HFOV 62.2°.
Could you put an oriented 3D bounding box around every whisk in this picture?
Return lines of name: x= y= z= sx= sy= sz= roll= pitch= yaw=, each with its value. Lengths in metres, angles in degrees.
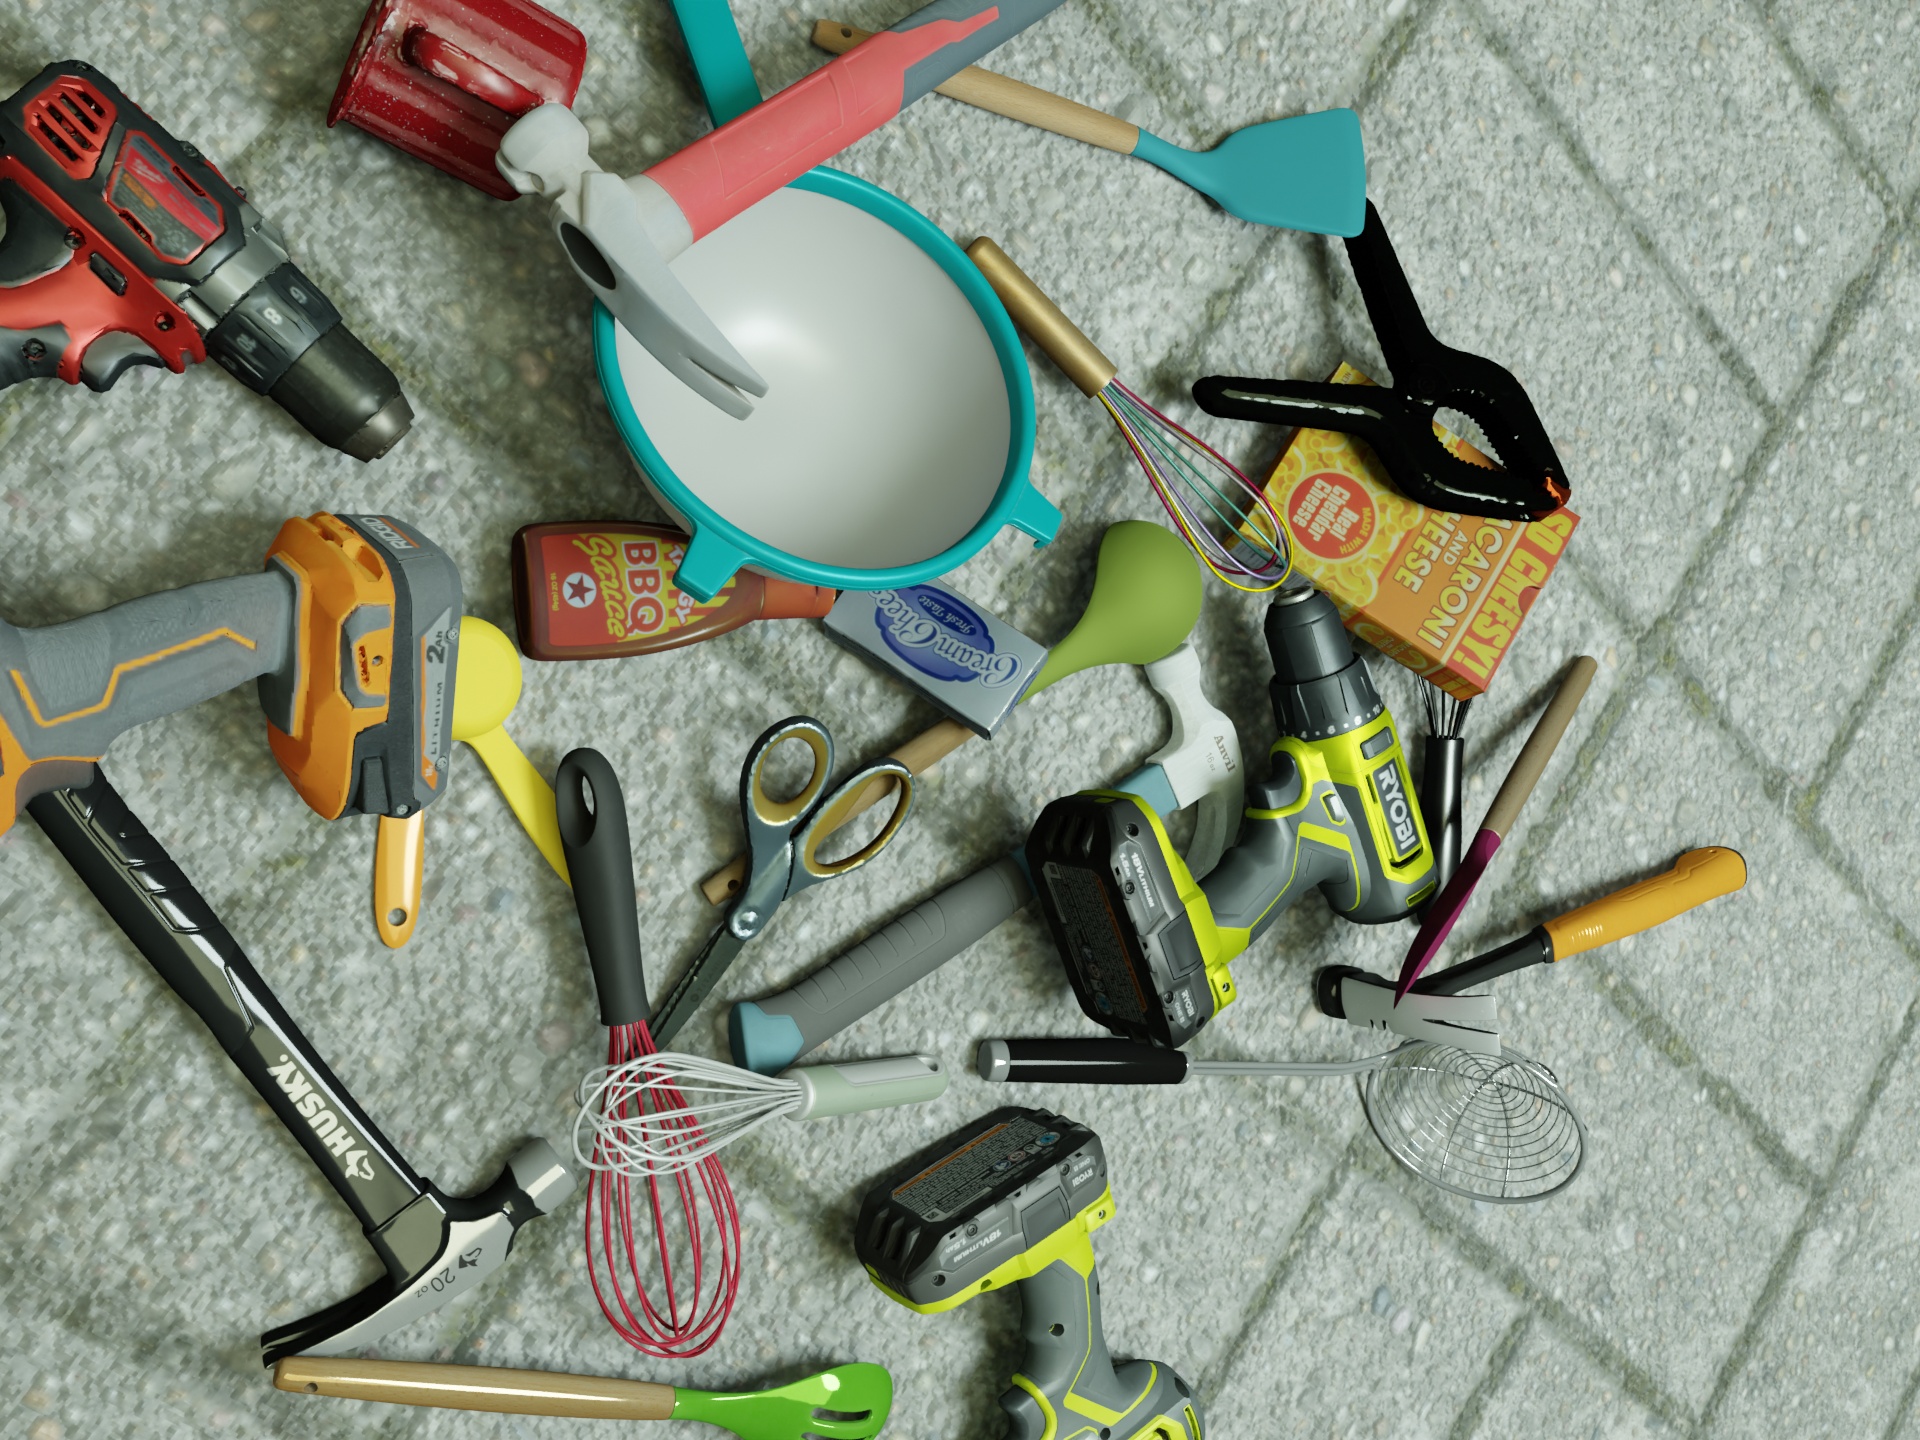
whisk: x=0.089 y=-0.160 z=0.842 sx=0.245 sy=0.051 sz=0.047 roll=44 pitch=104 yaw=-9
whisk: x=0.295 y=0.013 z=0.969 sx=0.055 sy=0.055 sz=0.239 roll=-2 pitch=98 yaw=-26
whisk: x=-0.153 y=0.158 z=0.745 sx=0.073 sy=0.073 sz=0.296 roll=-11 pitch=96 yaw=-25
whisk: x=-0.083 y=0.176 z=0.747 sx=0.246 sy=0.058 sz=0.059 roll=10 pitch=109 yaw=-53

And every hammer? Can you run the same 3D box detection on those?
hammer: x=-0.025 y=-0.289 z=0.742 sx=0.143 sy=0.038 sz=0.386 roll=49 pitch=57 yaw=-6
hammer: x=0.385 y=0.133 z=0.989 sx=0.336 sy=0.127 sz=0.034 roll=-14 pitch=98 yaw=-31
hammer: x=-0.316 y=0.125 z=0.682 sx=0.146 sy=0.035 sz=0.334 roll=-37 pitch=108 yaw=-20
hammer: x=0.020 y=0.089 z=0.845 sx=0.331 sy=0.033 sz=0.128 roll=-30 pitch=104 yaw=-21

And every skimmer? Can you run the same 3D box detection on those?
skimmer: x=0.185 y=0.223 z=0.900 sx=0.363 sy=0.127 sz=0.090 roll=7 pitch=47 yaw=-22

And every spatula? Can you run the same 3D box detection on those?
spatula: x=0.075 y=-0.323 z=0.843 sx=0.317 sy=0.044 sz=0.082 roll=8 pitch=74 yaw=-25

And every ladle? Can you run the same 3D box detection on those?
ladle: x=-0.001 y=-0.003 z=0.832 sx=0.320 sy=0.062 sz=0.078 roll=-34 pitch=116 yaw=-13

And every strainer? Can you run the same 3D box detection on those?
strainer: x=-0.098 y=-0.204 z=0.752 sx=0.211 sy=0.095 sz=0.340 roll=-13 pitch=78 yaw=-31

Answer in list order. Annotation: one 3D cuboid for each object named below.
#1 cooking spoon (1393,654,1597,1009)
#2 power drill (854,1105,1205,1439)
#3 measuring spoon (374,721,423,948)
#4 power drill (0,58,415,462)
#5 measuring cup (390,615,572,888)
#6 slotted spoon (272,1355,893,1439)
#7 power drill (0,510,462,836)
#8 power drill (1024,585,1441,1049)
cooking spoon: x=0.322 y=0.054 z=0.944 sx=0.017 sy=0.068 sz=0.319 roll=29 pitch=51 yaw=19
power drill: x=0.032 y=0.335 z=0.835 sx=0.171 sy=0.080 sz=0.223 roll=-24 pitch=105 yaw=-31
measuring spoon: x=-0.253 y=0.046 z=0.721 sx=0.021 sy=0.011 sz=0.117 roll=3 pitch=91 yaw=-26
power drill: x=-0.353 y=-0.122 z=0.631 sx=0.187 sy=0.080 sz=0.227 roll=45 pitch=71 yaw=-21
measuring cup: x=-0.202 y=0.021 z=0.731 sx=0.062 sy=0.029 sz=0.156 roll=-43 pitch=113 yaw=-33
slotted spoon: x=-0.162 y=0.322 z=0.751 sx=0.313 sy=0.031 sz=0.070 roll=20 pitch=106 yaw=-30
power drill: x=-0.314 y=0.003 z=0.603 sx=0.226 sy=0.084 sz=0.164 roll=-11 pitch=122 yaw=-43
power drill: x=0.150 y=0.050 z=0.845 sx=0.228 sy=0.080 sz=0.190 roll=-28 pitch=105 yaw=-30
